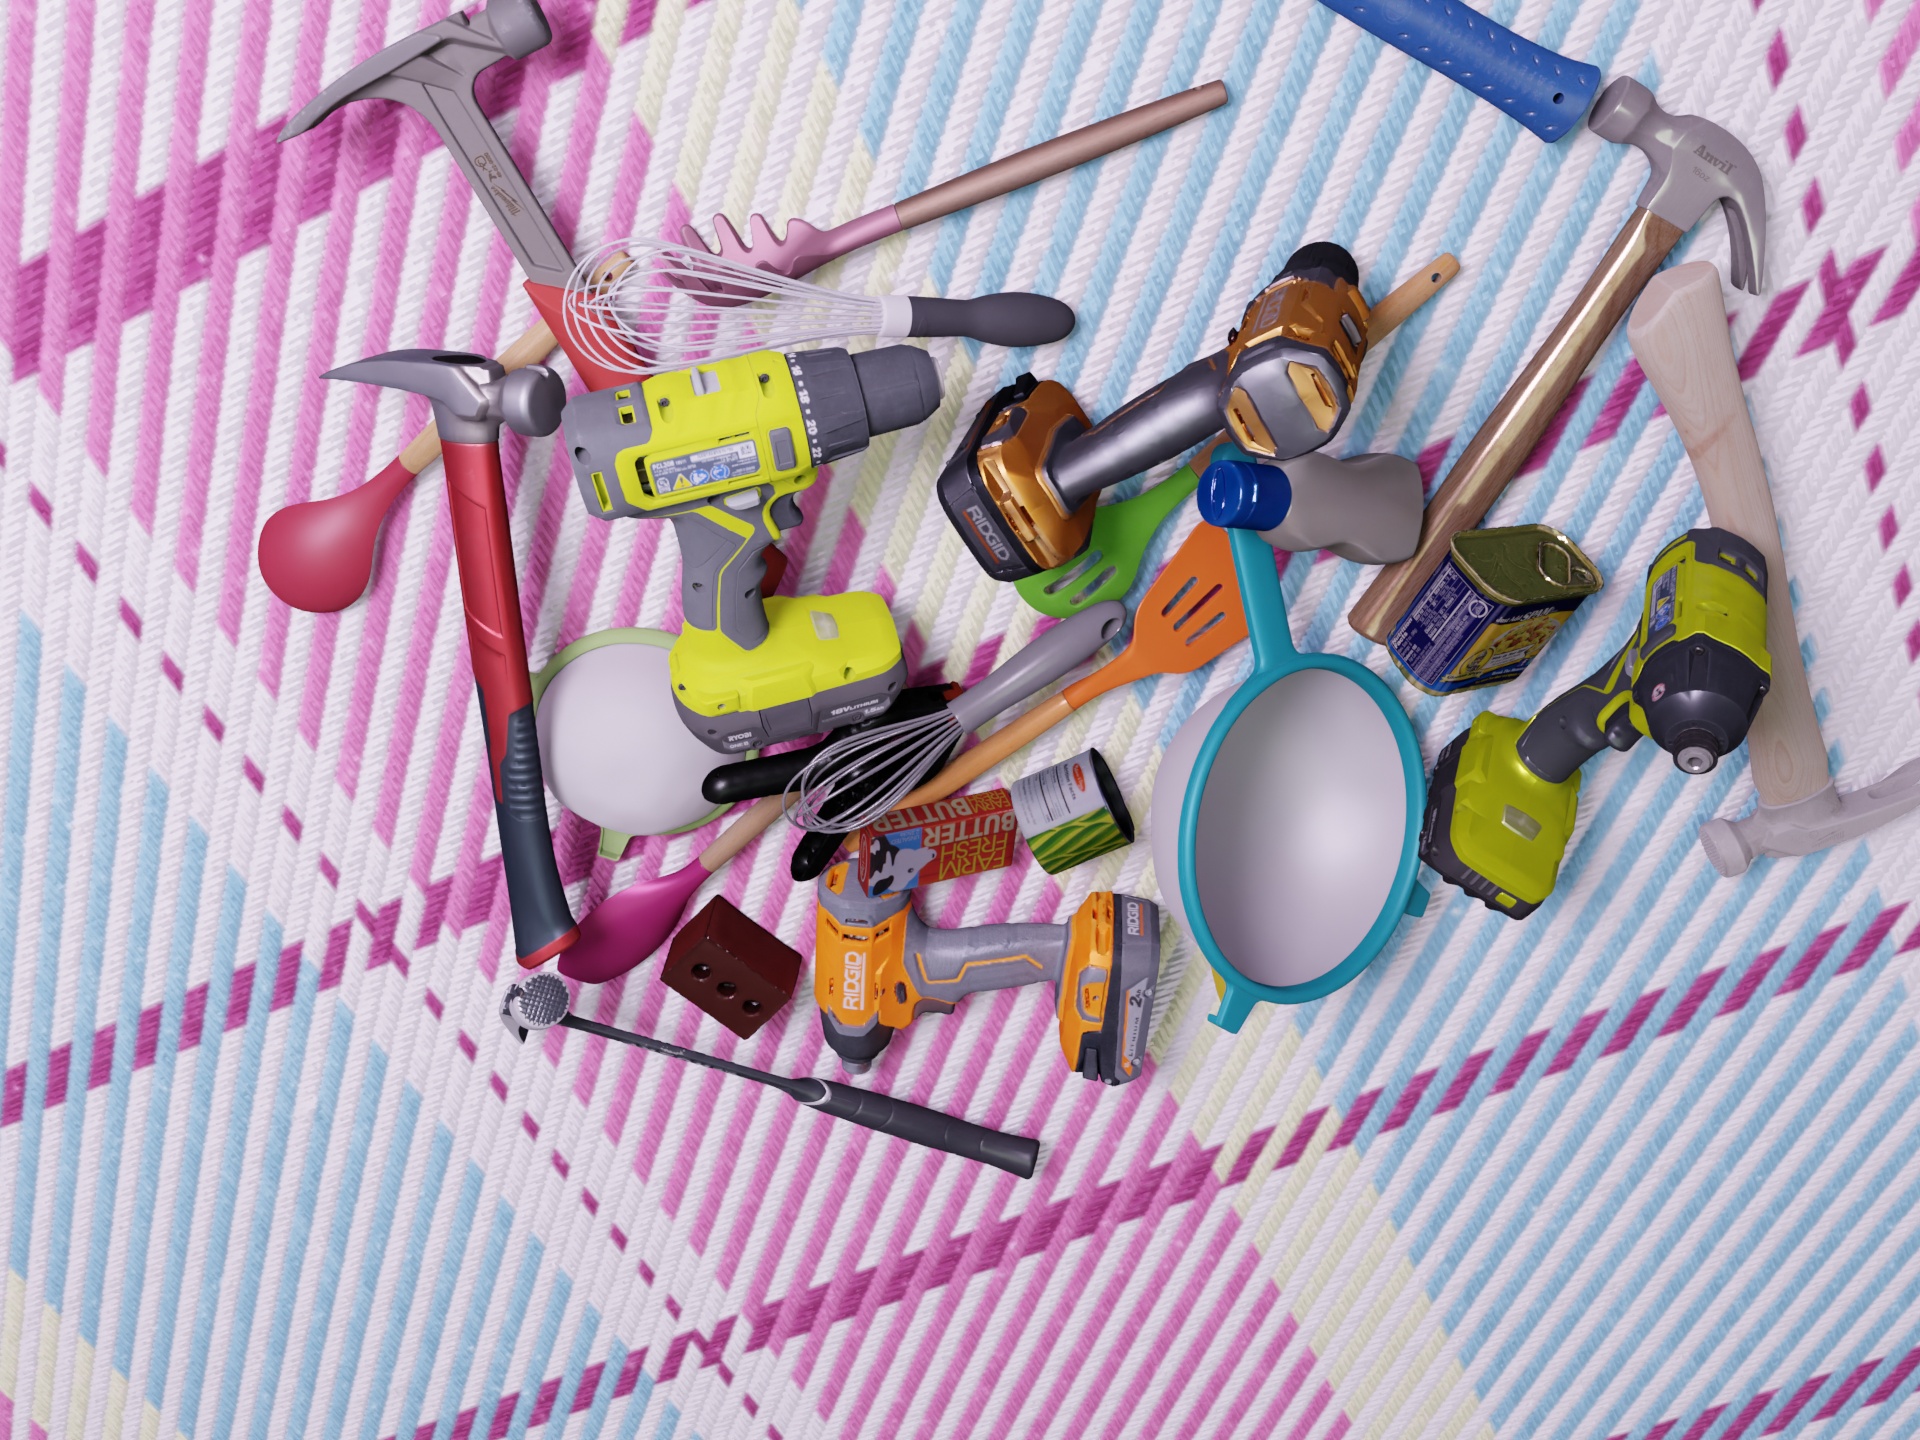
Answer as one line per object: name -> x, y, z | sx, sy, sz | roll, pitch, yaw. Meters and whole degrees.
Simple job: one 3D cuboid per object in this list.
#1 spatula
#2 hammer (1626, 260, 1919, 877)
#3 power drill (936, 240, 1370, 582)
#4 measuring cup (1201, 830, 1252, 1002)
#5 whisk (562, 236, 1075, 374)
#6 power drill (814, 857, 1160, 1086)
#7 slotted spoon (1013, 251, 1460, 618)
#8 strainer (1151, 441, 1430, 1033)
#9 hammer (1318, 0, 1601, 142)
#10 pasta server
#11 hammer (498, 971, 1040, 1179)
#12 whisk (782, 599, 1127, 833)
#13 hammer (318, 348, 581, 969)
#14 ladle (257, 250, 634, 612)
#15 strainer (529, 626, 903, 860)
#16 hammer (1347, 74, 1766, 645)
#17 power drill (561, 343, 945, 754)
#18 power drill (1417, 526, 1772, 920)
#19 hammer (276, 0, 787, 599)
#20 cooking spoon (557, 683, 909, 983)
spatula -> 0.050, -0.005, 1.011 | 0.322, 0.041, 0.081 | -34, 114, 21
hammer -> 0.477, -0.083, 0.936 | 0.146, 0.038, 0.410 | -23, 120, 11
power drill -> 0.113, -0.176, 0.859 | 0.226, 0.185, 0.084 | -21, 117, 32
measuring cup -> 0.174, 0.135, 1.079 | 0.062, 0.029, 0.156 | -13, 119, 7
whisk -> -0.067, -0.215, 0.846 | 0.284, 0.070, 0.070 | -4, 120, -23
power drill -> 0.013, 0.182, 1.077 | 0.226, 0.084, 0.164 | 6, 119, 2
slotted spoon -> 0.156, -0.162, 0.926 | 0.313, 0.031, 0.070 | -39, 106, 17
strainer -> 0.170, 0.001, 0.964 | 0.211, 0.095, 0.340 | -23, 107, -32
hammer -> 0.139, -0.399, 0.798 | 0.405, 0.035, 0.144 | 24, 115, -11
pasta server -> -0.010, -0.288, 0.856 | 0.316, 0.060, 0.040 | -19, 134, 7
hammer -> -0.125, 0.256, 1.114 | 0.408, 0.036, 0.149 | 22, 158, -18
whisk -> -0.002, -0.004, 0.950 | 0.239, 0.055, 0.055 | -33, 113, -1
hammer -> -0.284, -0.024, 0.943 | 0.143, 0.038, 0.386 | 11, 118, 20
ladle -> -0.304, -0.166, 0.931 | 0.315, 0.031, 0.069 | -38, 109, 16
strainer -> -0.156, 0.005, 0.991 | 0.256, 0.069, 0.151 | -19, 115, 12
hammer -> 0.329, -0.182, 0.910 | 0.130, 0.031, 0.331 | 25, 115, -11
power drill -> -0.095, -0.098, 0.866 | 0.190, 0.080, 0.228 | -15, 137, -7
power drill -> 0.361, 0.012, 0.905 | 0.080, 0.171, 0.223 | 31, 137, -2
hammer -> -0.209, -0.203, 0.885 | 0.149, 0.037, 0.358 | -25, 119, 8
cooking spoon -> -0.150, 0.079, 1.050 | 0.319, 0.017, 0.068 | -41, 137, 16
